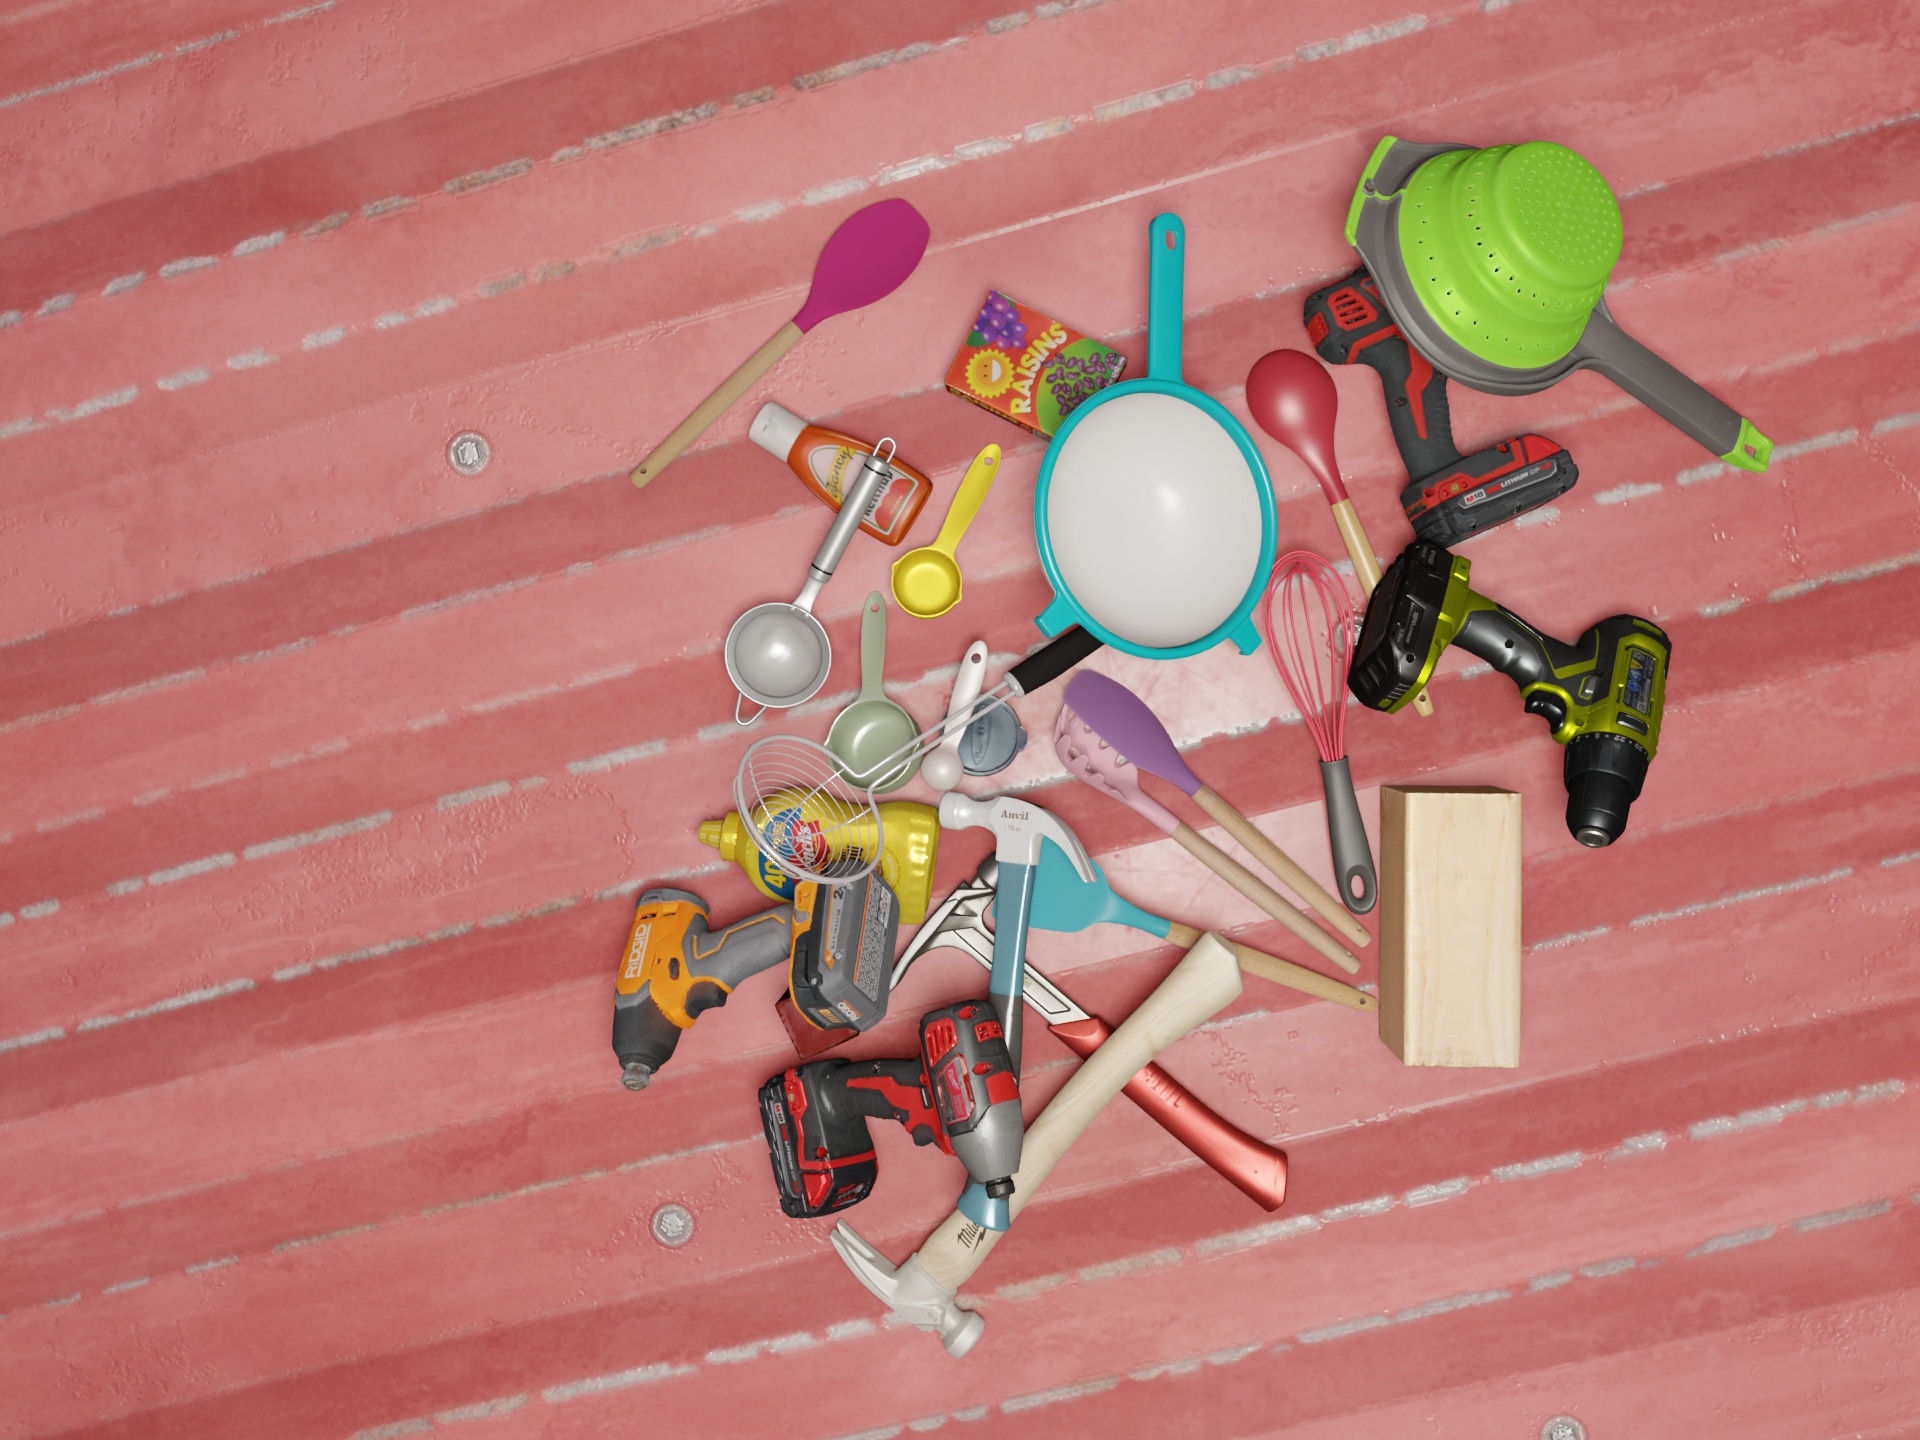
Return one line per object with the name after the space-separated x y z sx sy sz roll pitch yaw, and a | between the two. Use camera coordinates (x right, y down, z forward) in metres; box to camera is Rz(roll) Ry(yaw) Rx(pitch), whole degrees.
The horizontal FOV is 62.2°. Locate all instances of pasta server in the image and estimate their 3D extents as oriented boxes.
0.197 0.098 1.271 0.316 0.060 0.040 38 129 0 | pasta server

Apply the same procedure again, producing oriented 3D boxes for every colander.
0.473 -0.307 1.164 0.397 0.094 0.205 30 68 -13 | colander

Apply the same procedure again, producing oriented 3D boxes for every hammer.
0.033 0.225 1.234 0.128 0.033 0.331 4 87 22 | hammer
0.068 0.319 1.257 0.146 0.038 0.410 39 103 3 | hammer
0.113 0.274 1.283 0.359 0.036 0.149 40 94 3 | hammer

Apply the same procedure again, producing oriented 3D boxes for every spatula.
0.209 0.071 1.271 0.316 0.018 0.060 42 52 -1 | spatula
0.185 0.173 1.266 0.317 0.044 0.082 21 82 -7 | spatula

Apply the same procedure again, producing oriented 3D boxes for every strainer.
-0.114 -0.111 1.266 0.087 0.050 0.258 28 106 -5 | strainer
0.135 -0.214 1.231 0.211 0.095 0.340 4 86 -24 | strainer

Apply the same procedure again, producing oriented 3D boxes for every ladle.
0.309 -0.149 1.262 0.069 0.031 0.315 -23 92 4 | ladle

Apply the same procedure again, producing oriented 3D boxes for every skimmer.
-0.004 -0.003 1.203 0.363 0.090 0.127 -33 80 -15 | skimmer

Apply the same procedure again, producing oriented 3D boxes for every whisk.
0.291 0.012 1.254 0.073 0.073 0.296 -12 97 4 | whisk

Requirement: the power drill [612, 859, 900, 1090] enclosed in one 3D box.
-0.167 0.197 1.220 0.226 0.084 0.164 -12 49 24 | power drill

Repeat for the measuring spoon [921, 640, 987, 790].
-0.002 -0.004 1.257 0.034 0.018 0.124 17 92 4 | measuring spoon

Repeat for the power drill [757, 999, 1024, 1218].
-0.046 0.308 1.216 0.219 0.078 0.143 -26 72 34 | power drill

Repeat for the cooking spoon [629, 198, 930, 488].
-0.151 -0.302 1.294 0.319 0.017 0.069 -43 88 4 | cooking spoon

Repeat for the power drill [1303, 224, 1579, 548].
0.391 -0.265 1.228 0.188 0.080 0.227 -24 86 -2 | power drill

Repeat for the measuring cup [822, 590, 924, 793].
-0.066 -0.021 1.292 0.083 0.038 0.168 -4 74 17 | measuring cup

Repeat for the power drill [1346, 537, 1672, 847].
0.415 -0.023 1.190 0.228 0.080 0.191 24 61 -1 | power drill

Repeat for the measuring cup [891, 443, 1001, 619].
-0.005 -0.153 1.290 0.062 0.029 0.156 26 82 3 | measuring cup
